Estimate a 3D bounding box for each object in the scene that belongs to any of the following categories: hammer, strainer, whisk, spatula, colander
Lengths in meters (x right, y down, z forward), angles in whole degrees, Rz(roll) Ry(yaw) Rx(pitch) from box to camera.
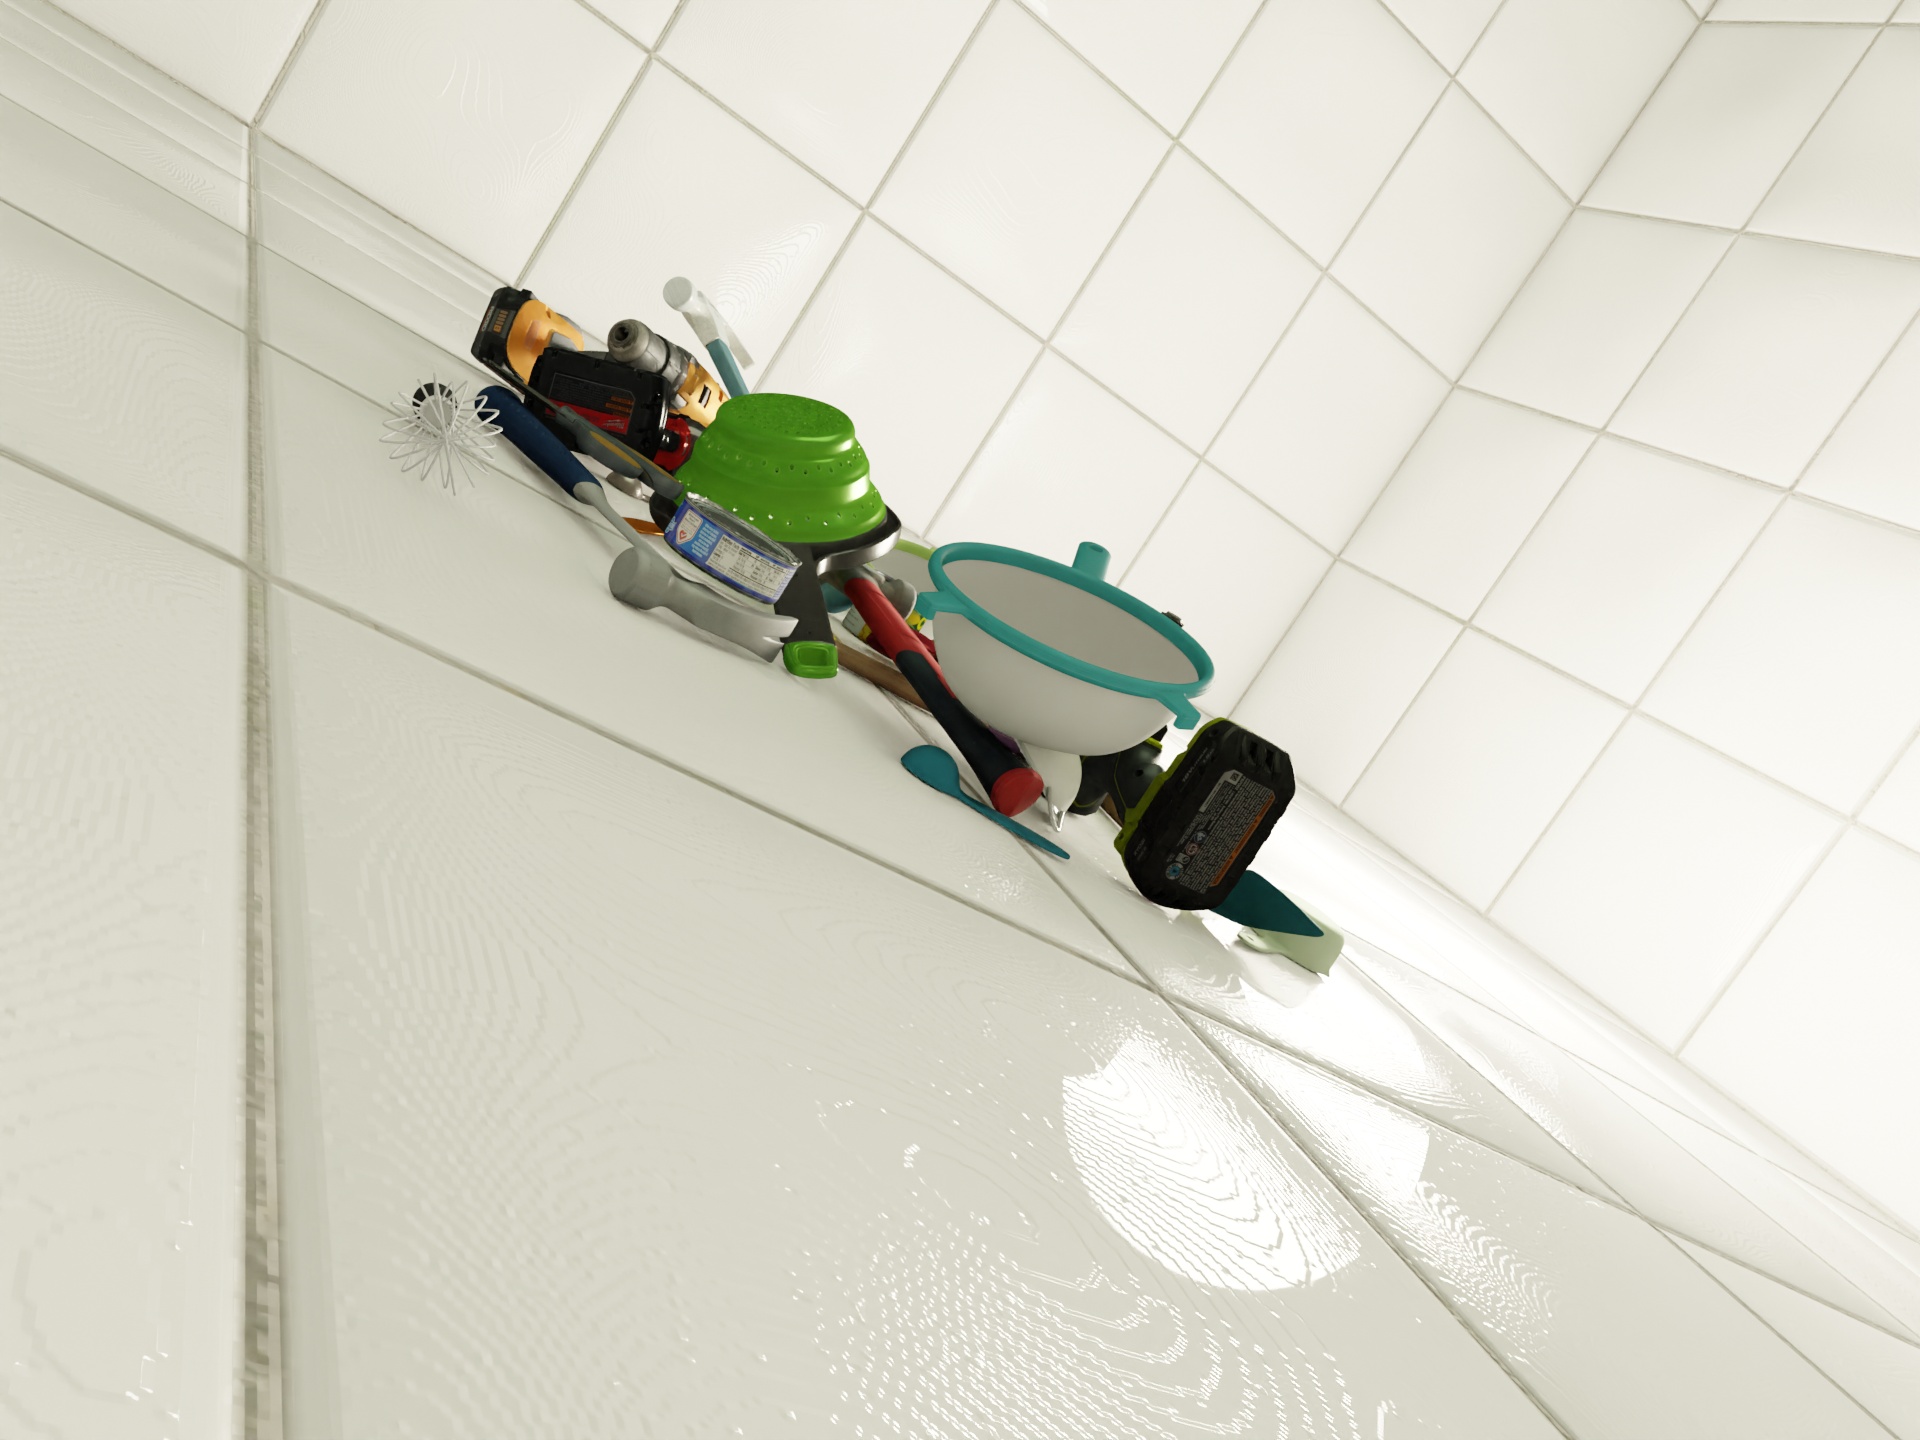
[{"bbox_3d":[-0.042,-0.044,1.196,0.143,0.038,0.387,25,16,-32],"label":"hammer"},{"bbox_3d":[-0.091,-0.126,1.587,0.256,0.069,0.152,4,34,-39],"label":"strainer"},{"bbox_3d":[0.038,0.001,1.217,0.086,0.050,0.259,61,-5,-37],"label":"strainer"},{"bbox_3d":[-0.330,-0.193,1.005,0.070,0.070,0.285,30,4,-25],"label":"whisk"},{"bbox_3d":[-0.255,-0.154,1.129,0.144,0.035,0.406,25,11,-44],"label":"hammer"},{"bbox_3d":[-0.002,-0.004,1.291,0.315,0.018,0.060,27,-10,-33],"label":"spatula"},{"bbox_3d":[-0.128,-0.161,1.206,0.204,0.094,0.398,2,30,-14],"label":"colander"},{"bbox_3d":[0.171,0.099,1.248,0.082,0.044,0.318,41,1,-24],"label":"spatula"},{"bbox_3d":[0.071,-0.056,1.157,0.211,0.095,0.340,23,20,1],"label":"strainer"},{"bbox_3d":[-0.181,-0.251,1.482,0.331,0.033,0.128,64,8,8],"label":"hammer"}]

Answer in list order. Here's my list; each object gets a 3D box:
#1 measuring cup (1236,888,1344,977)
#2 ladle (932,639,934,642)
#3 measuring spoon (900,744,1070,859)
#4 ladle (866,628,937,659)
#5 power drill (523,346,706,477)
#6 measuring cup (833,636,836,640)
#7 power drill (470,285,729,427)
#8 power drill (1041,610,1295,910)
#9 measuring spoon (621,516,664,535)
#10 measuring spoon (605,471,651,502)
[{"bbox_3d":[0.250,0.159,1.226,0.083,0.038,0.167,37,9,26],"label":"measuring cup"},{"bbox_3d":[0.016,-0.073,1.675,0.320,0.062,0.078,31,-16,10],"label":"ladle"},{"bbox_3d":[0.021,0.050,1.027,0.128,0.021,0.042,31,8,-8],"label":"measuring spoon"},{"bbox_3d":[0.053,0.007,1.408,0.315,0.031,0.069,36,-17,-5],"label":"ladle"},{"bbox_3d":[-0.283,-0.254,1.383,0.143,0.078,0.219,15,2,4],"label":"power drill"},{"bbox_3d":[-0.142,-0.097,1.318,0.062,0.029,0.157,25,23,-47],"label":"measuring cup"},{"bbox_3d":[-0.345,-0.342,1.497,0.226,0.084,0.185,18,-6,17],"label":"power drill"},{"bbox_3d":[0.145,0.024,1.166,0.080,0.171,0.223,25,14,-27],"label":"power drill"},{"bbox_3d":[-0.242,-0.147,1.253,0.021,0.011,0.117,37,12,14],"label":"measuring spoon"},{"bbox_3d":[-0.266,-0.200,1.434,0.124,0.018,0.034,21,14,-48],"label":"measuring spoon"}]
